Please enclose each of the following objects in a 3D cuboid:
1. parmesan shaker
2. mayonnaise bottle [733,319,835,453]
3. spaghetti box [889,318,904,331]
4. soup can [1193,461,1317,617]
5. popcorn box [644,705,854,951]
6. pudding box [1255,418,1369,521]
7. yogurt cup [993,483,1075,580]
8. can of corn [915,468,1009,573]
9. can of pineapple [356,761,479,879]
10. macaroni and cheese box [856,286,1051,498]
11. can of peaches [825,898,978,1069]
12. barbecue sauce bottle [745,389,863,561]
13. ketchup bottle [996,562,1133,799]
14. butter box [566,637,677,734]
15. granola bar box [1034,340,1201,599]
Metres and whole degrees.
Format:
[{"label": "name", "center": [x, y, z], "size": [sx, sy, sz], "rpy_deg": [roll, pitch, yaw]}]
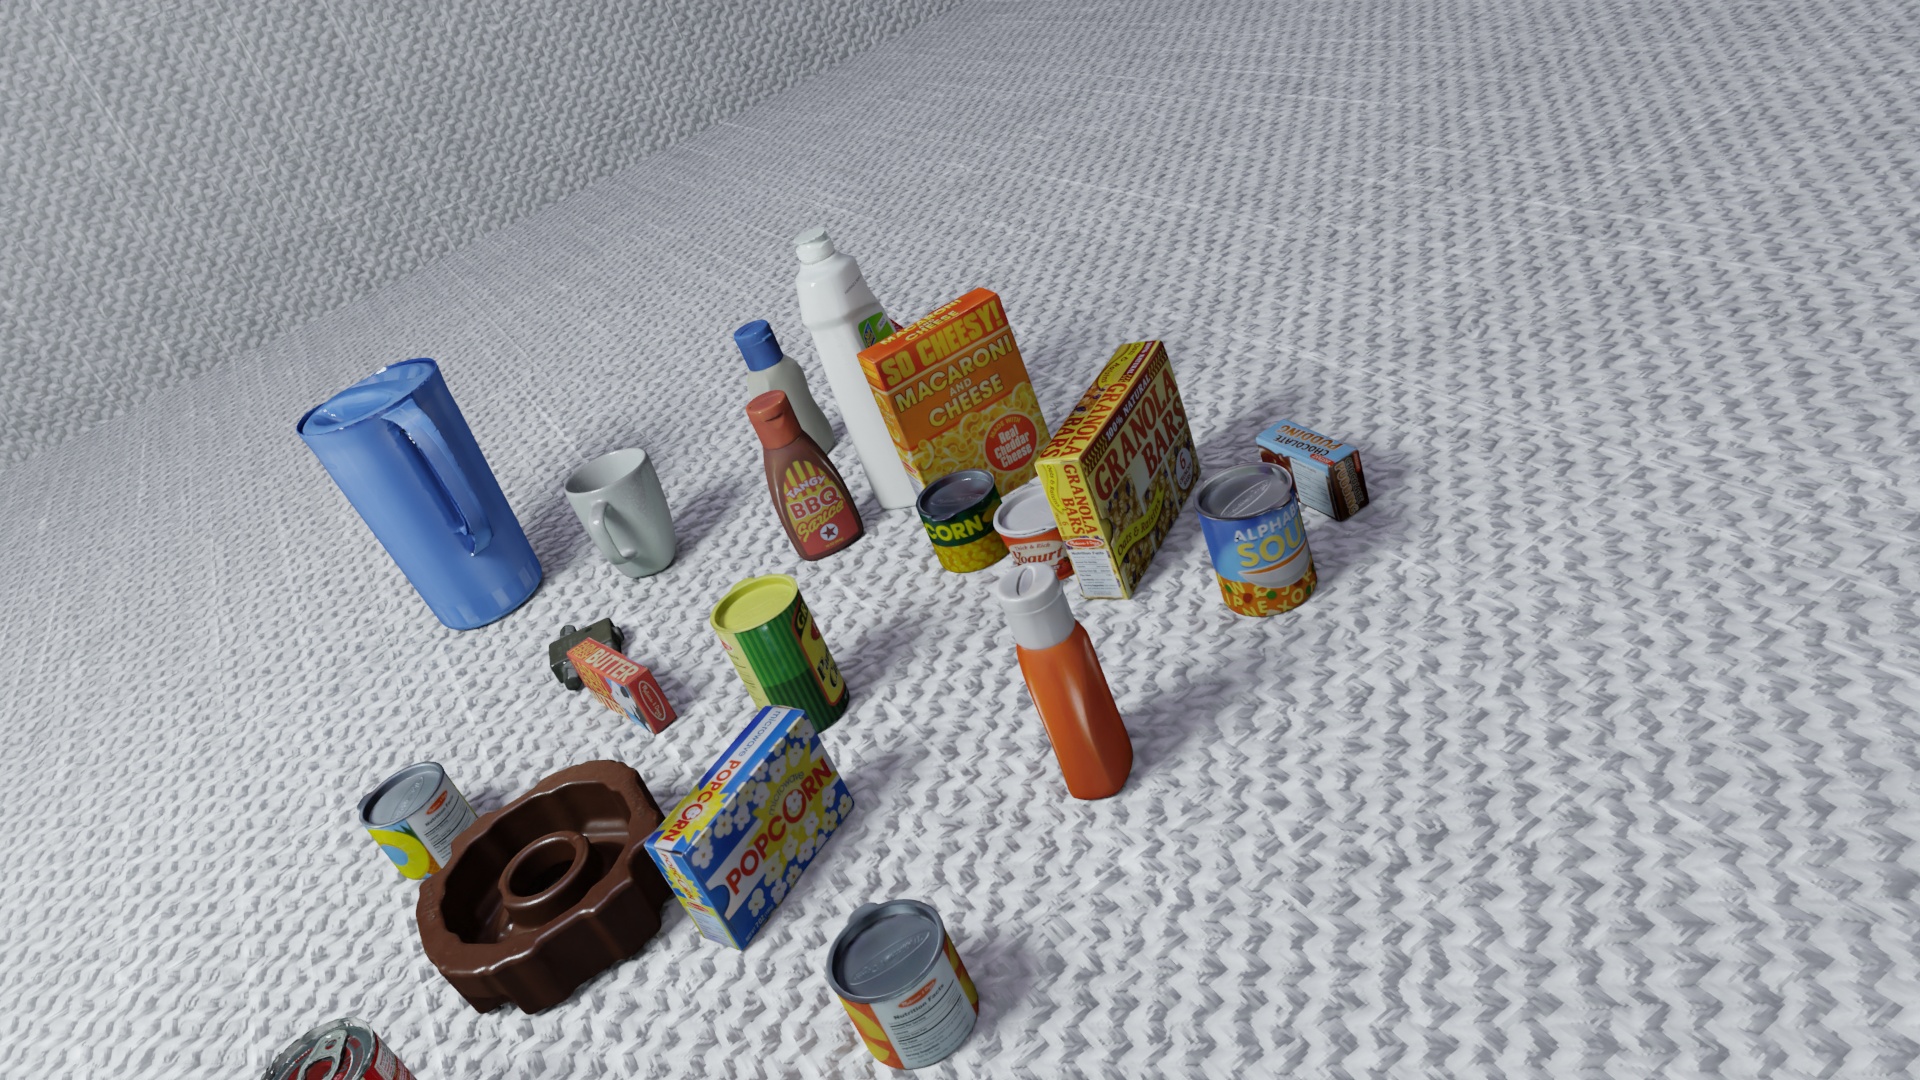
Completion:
[{"label": "parmesan shaker", "center": [-0.128, 0.083, 0.997], "size": [0.071, 0.102, 0.071], "rpy_deg": [-17, 30, 10]}, {"label": "mayonnaise bottle", "center": [-0.174, -0.142, 1.347], "size": [0.041, 0.147, 0.065], "rpy_deg": [6, 40, 40]}, {"label": "spaghetti box", "center": [-0.049, -0.185, 1.433], "size": [0.029, 0.050, 0.251], "rpy_deg": [-29, 30, -11]}, {"label": "soup can", "center": [0.200, 0.001, 0.931], "size": [0.071, 0.083, 0.072], "rpy_deg": [-17, 30, 10]}, {"label": "popcorn box", "center": [-0.127, 0.175, 0.863], "size": [0.038, 0.085, 0.127], "rpy_deg": [2, 38, 37]}, {"label": "pudding box", "center": [0.256, -0.052, 1.014], "size": [0.030, 0.049, 0.084], "rpy_deg": [-31, 31, -15]}, {"label": "yogurt cup", "center": [0.065, -0.004, 1.059], "size": [0.072, 0.053, 0.073], "rpy_deg": [-17, 30, 10]}, {"label": "can of corn", "center": [0.004, -0.014, 1.111], "size": [0.071, 0.058, 0.071], "rpy_deg": [-17, 30, 10]}, {"label": "can of pineapple", "center": [-0.397, 0.206, 1.021], "size": [0.071, 0.057, 0.071], "rpy_deg": [-17, 30, 10]}, {"label": "macaroni and cheese box", "center": [0.000, -0.109, 1.160], "size": [0.124, 0.165, 0.040], "rpy_deg": [-32, 31, -16]}, {"label": "can of peaches", "center": [-0.031, 0.232, 0.733], "size": [0.071, 0.057, 0.071], "rpy_deg": [-17, 30, 10]}, {"label": "barbecue sauce bottle", "center": [-0.137, -0.057, 1.184], "size": [0.065, 0.148, 0.044], "rpy_deg": [-27, 30, -8]}, {"label": "ketchup bottle", "center": [0.062, 0.082, 0.825], "size": [0.043, 0.148, 0.065], "rpy_deg": [-12, 31, 18]}, {"label": "butter box", "center": [-0.267, 0.113, 1.090], "size": [0.024, 0.053, 0.103], "rpy_deg": [-40, 34, -27]}, {"label": "granola bar box", "center": [0.122, -0.054, 1.031], "size": [0.039, 0.123, 0.166], "rpy_deg": [-1, 36, 33]}]
